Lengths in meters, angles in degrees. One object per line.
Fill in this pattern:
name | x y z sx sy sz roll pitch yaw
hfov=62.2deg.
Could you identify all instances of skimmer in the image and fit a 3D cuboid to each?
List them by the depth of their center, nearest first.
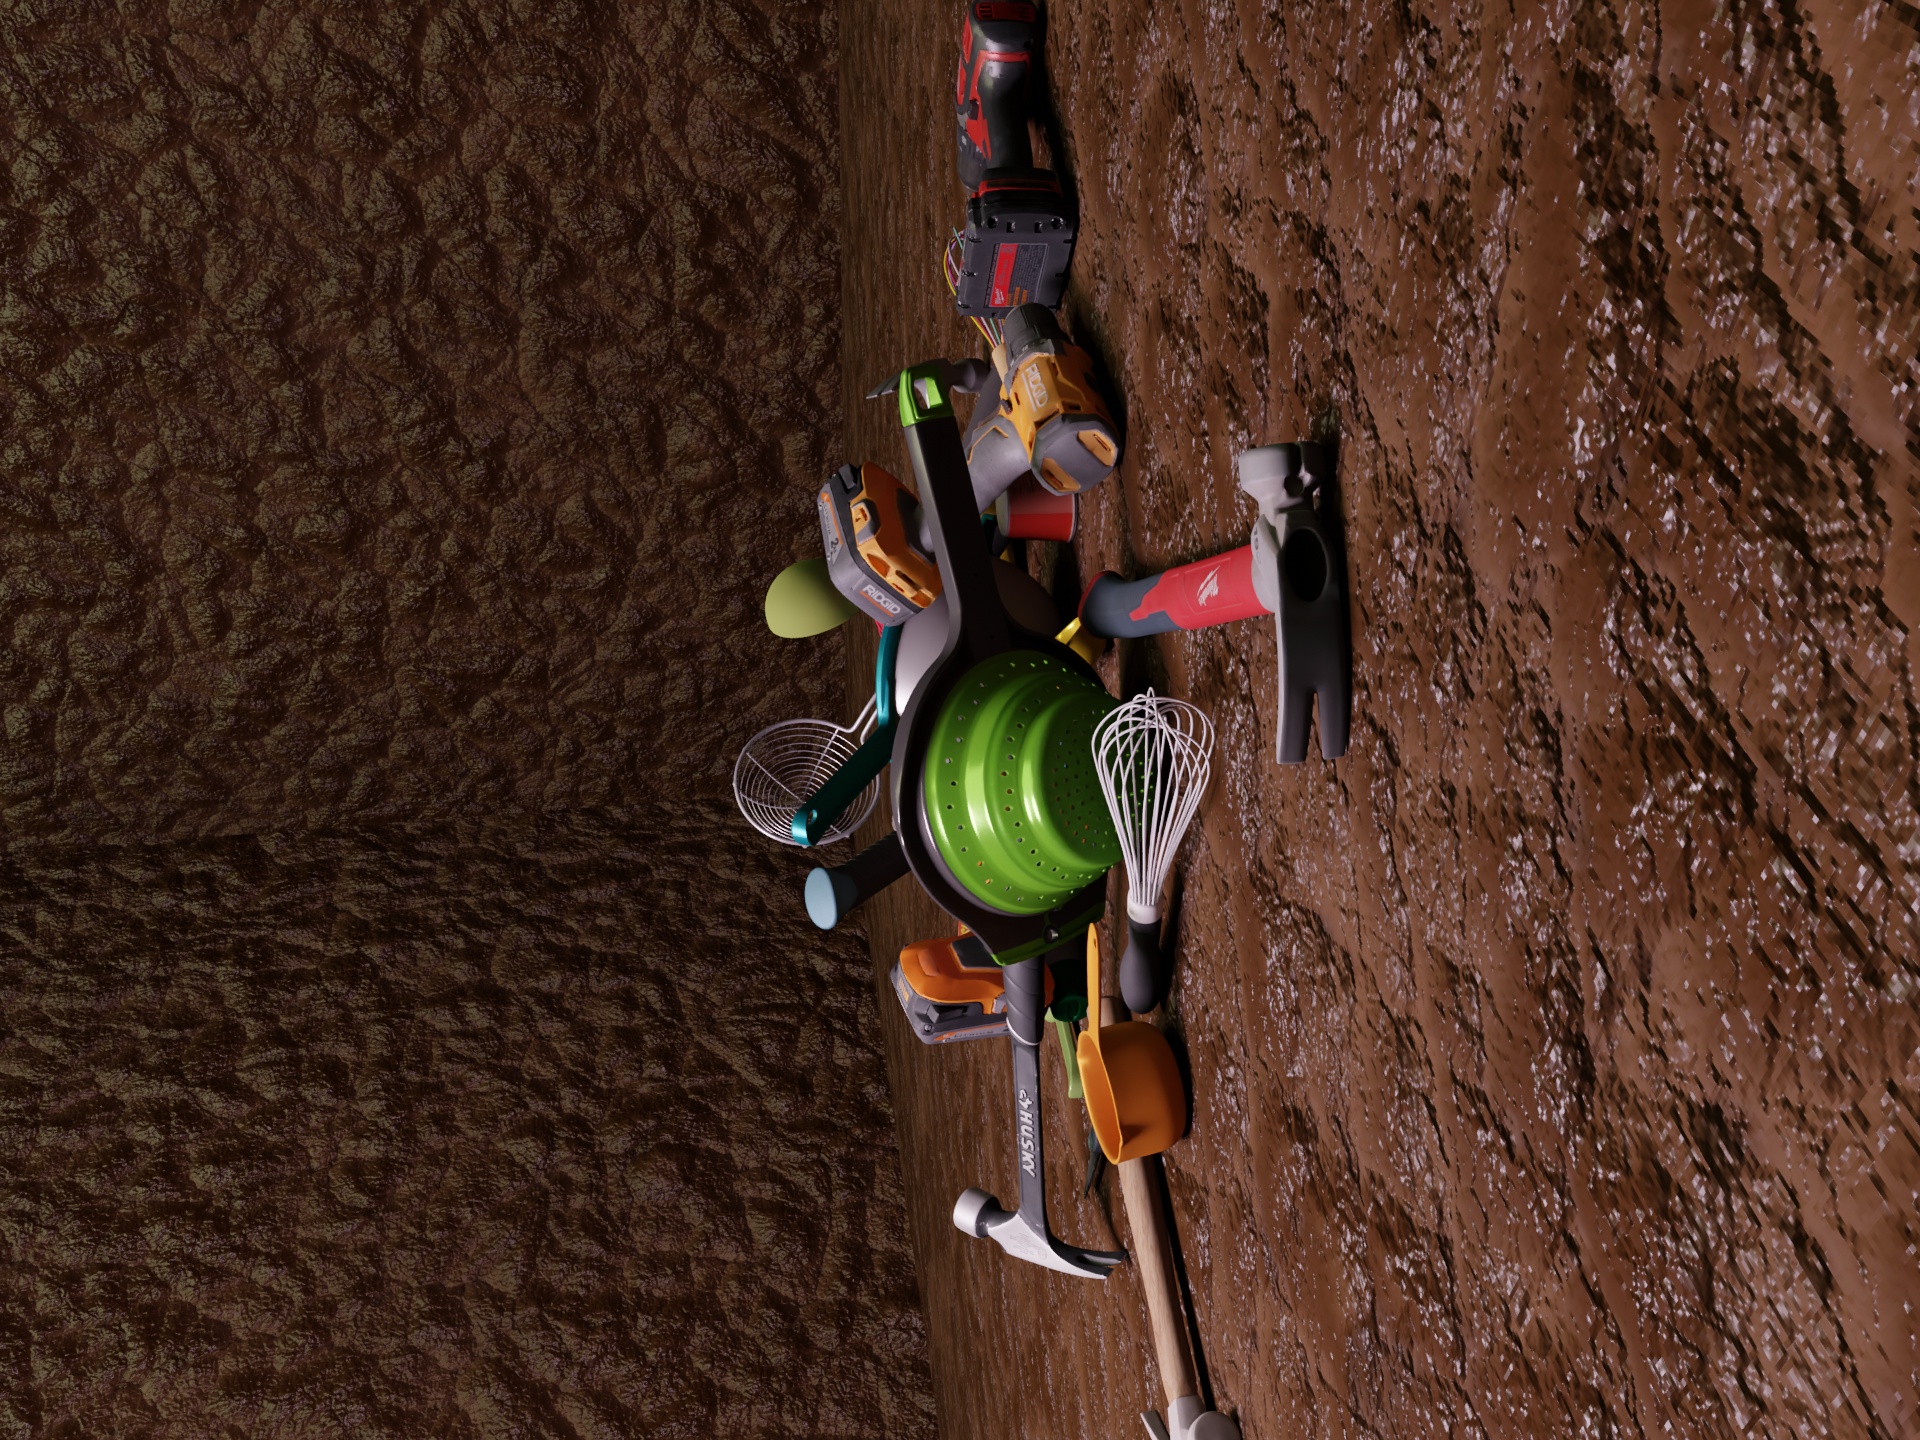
skimmer | -0.056 -0.051 1.367 0.363 0.127 0.090 -54 -16 9

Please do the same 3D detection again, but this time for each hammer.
hammer | 0.126 -0.053 0.889 0.386 0.038 0.143 -179 83 -82
hammer | 0.129 0.347 1.092 0.130 0.031 0.332 98 166 -54
hammer | 0.052 0.248 1.183 0.149 0.036 0.408 16 122 34
hammer | -0.021 0.088 1.299 0.331 0.033 0.128 -29 -82 -54
hammer | -0.001 -0.145 1.533 0.035 0.144 0.405 -4 97 44

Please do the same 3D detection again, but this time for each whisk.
whisk | 0.114 0.091 0.982 0.070 0.070 0.284 -103 7 -47
whisk | 0.033 -0.331 1.347 0.051 0.047 0.245 81 172 -61
whisk | -0.007 -0.197 1.410 0.073 0.073 0.295 -115 47 -69

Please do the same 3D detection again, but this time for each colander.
colander | 0.042 -0.039 1.023 0.094 0.204 0.397 -5 101 51

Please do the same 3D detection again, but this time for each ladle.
ladle | -0.033 -0.081 1.281 0.078 0.320 0.062 8 91 37

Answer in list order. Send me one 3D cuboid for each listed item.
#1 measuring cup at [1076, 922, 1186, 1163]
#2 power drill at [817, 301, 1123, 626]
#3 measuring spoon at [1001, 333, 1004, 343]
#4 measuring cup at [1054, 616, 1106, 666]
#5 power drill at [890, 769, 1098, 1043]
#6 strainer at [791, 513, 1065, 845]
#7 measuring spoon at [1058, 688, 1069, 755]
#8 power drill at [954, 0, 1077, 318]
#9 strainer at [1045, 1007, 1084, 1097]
measuring cup | 0.111 0.203 1.029 0.095 0.052 0.173 -122 26 -65
power drill | 0.003 -0.194 1.153 0.084 0.226 0.186 36 -152 -39
measuring spoon | 0.052 -0.344 1.369 0.117 0.011 0.021 152 111 -77
measuring cup | 0.050 -0.011 1.158 0.156 0.029 0.062 -50 7 6
power drill | 0.013 0.137 1.207 0.084 0.164 0.226 -122 37 -50
strainer | -0.002 -0.004 1.206 0.340 0.095 0.210 -48 -45 -46
measuring spoon | 0.091 0.008 1.252 0.042 0.021 0.128 -56 -36 -51
power drill | 0.031 -0.424 1.249 0.187 0.080 0.227 104 163 -65
strainer | 0.056 0.232 1.404 0.257 0.069 0.151 -102 11 -53
